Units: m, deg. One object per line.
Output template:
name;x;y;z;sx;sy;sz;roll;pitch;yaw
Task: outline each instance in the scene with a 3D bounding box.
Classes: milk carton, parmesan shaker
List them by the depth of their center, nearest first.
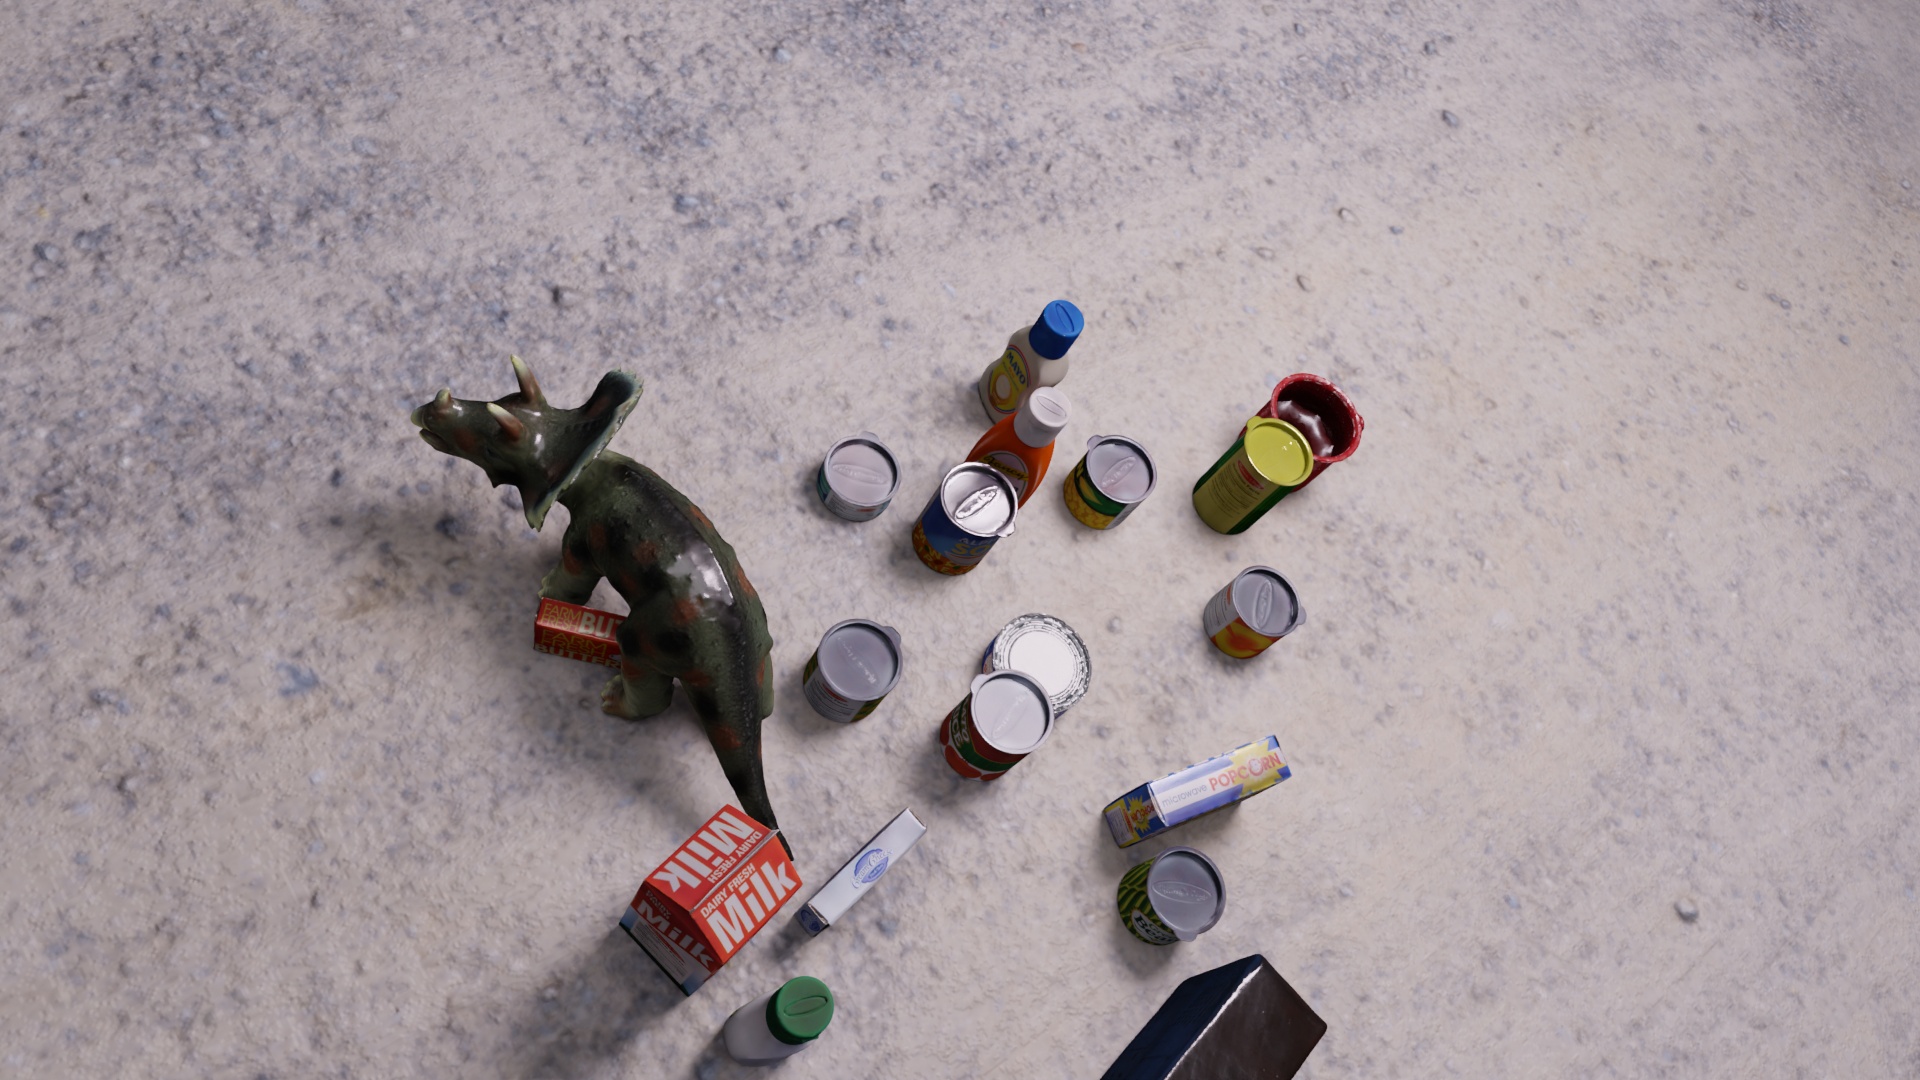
milk carton;-0.161;0.232;0.899;0.073;0.189;0.073;45;59;5
parmesan shaker;0.258;-0.058;1.242;0.071;0.102;0.071;8;63;-16

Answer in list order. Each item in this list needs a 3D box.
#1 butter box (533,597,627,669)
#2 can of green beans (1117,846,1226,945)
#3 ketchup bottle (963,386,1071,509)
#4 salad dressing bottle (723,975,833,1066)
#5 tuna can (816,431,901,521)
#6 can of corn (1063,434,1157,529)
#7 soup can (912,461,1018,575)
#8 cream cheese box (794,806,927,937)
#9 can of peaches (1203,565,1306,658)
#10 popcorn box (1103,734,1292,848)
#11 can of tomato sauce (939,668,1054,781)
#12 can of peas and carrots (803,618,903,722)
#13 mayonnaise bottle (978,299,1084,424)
butter box;-0.261;0.073;1.022;0.103;0.053;0.024;15;61;-12
can of green beans;0.162;0.275;1.071;0.071;0.057;0.071;8;63;-16
ketchup bottle;0.049;-0.076;1.149;0.065;0.148;0.044;32;59;-3
salad dressing bottle;-0.115;0.312;0.902;0.064;0.147;0.044;-9;69;-23
tuna can;-0.085;-0.054;1.158;0.071;0.032;0.071;8;63;-16
can of corn;0.129;-0.052;1.219;0.071;0.058;0.071;8;63;-16
soup can;0.004;-0.014;1.141;0.071;0.083;0.071;8;63;-16
cream cheese box;-0.072;0.241;1.007;0.024;0.053;0.104;46;59;6
can of peaches;0.255;0.064;1.208;0.071;0.057;0.071;8;63;-16
popcorn box;0.187;0.200;1.101;0.127;0.085;0.038;-15;71;-25
can of tomato sauce;0.025;0.143;1.072;0.071;0.082;0.071;8;63;-16
can of peas and carrots;-0.082;0.099;1.069;0.071;0.058;0.071;8;63;-16
mayonnaise bottle;0.062;-0.152;1.192;0.041;0.147;0.065;-19;73;-26
